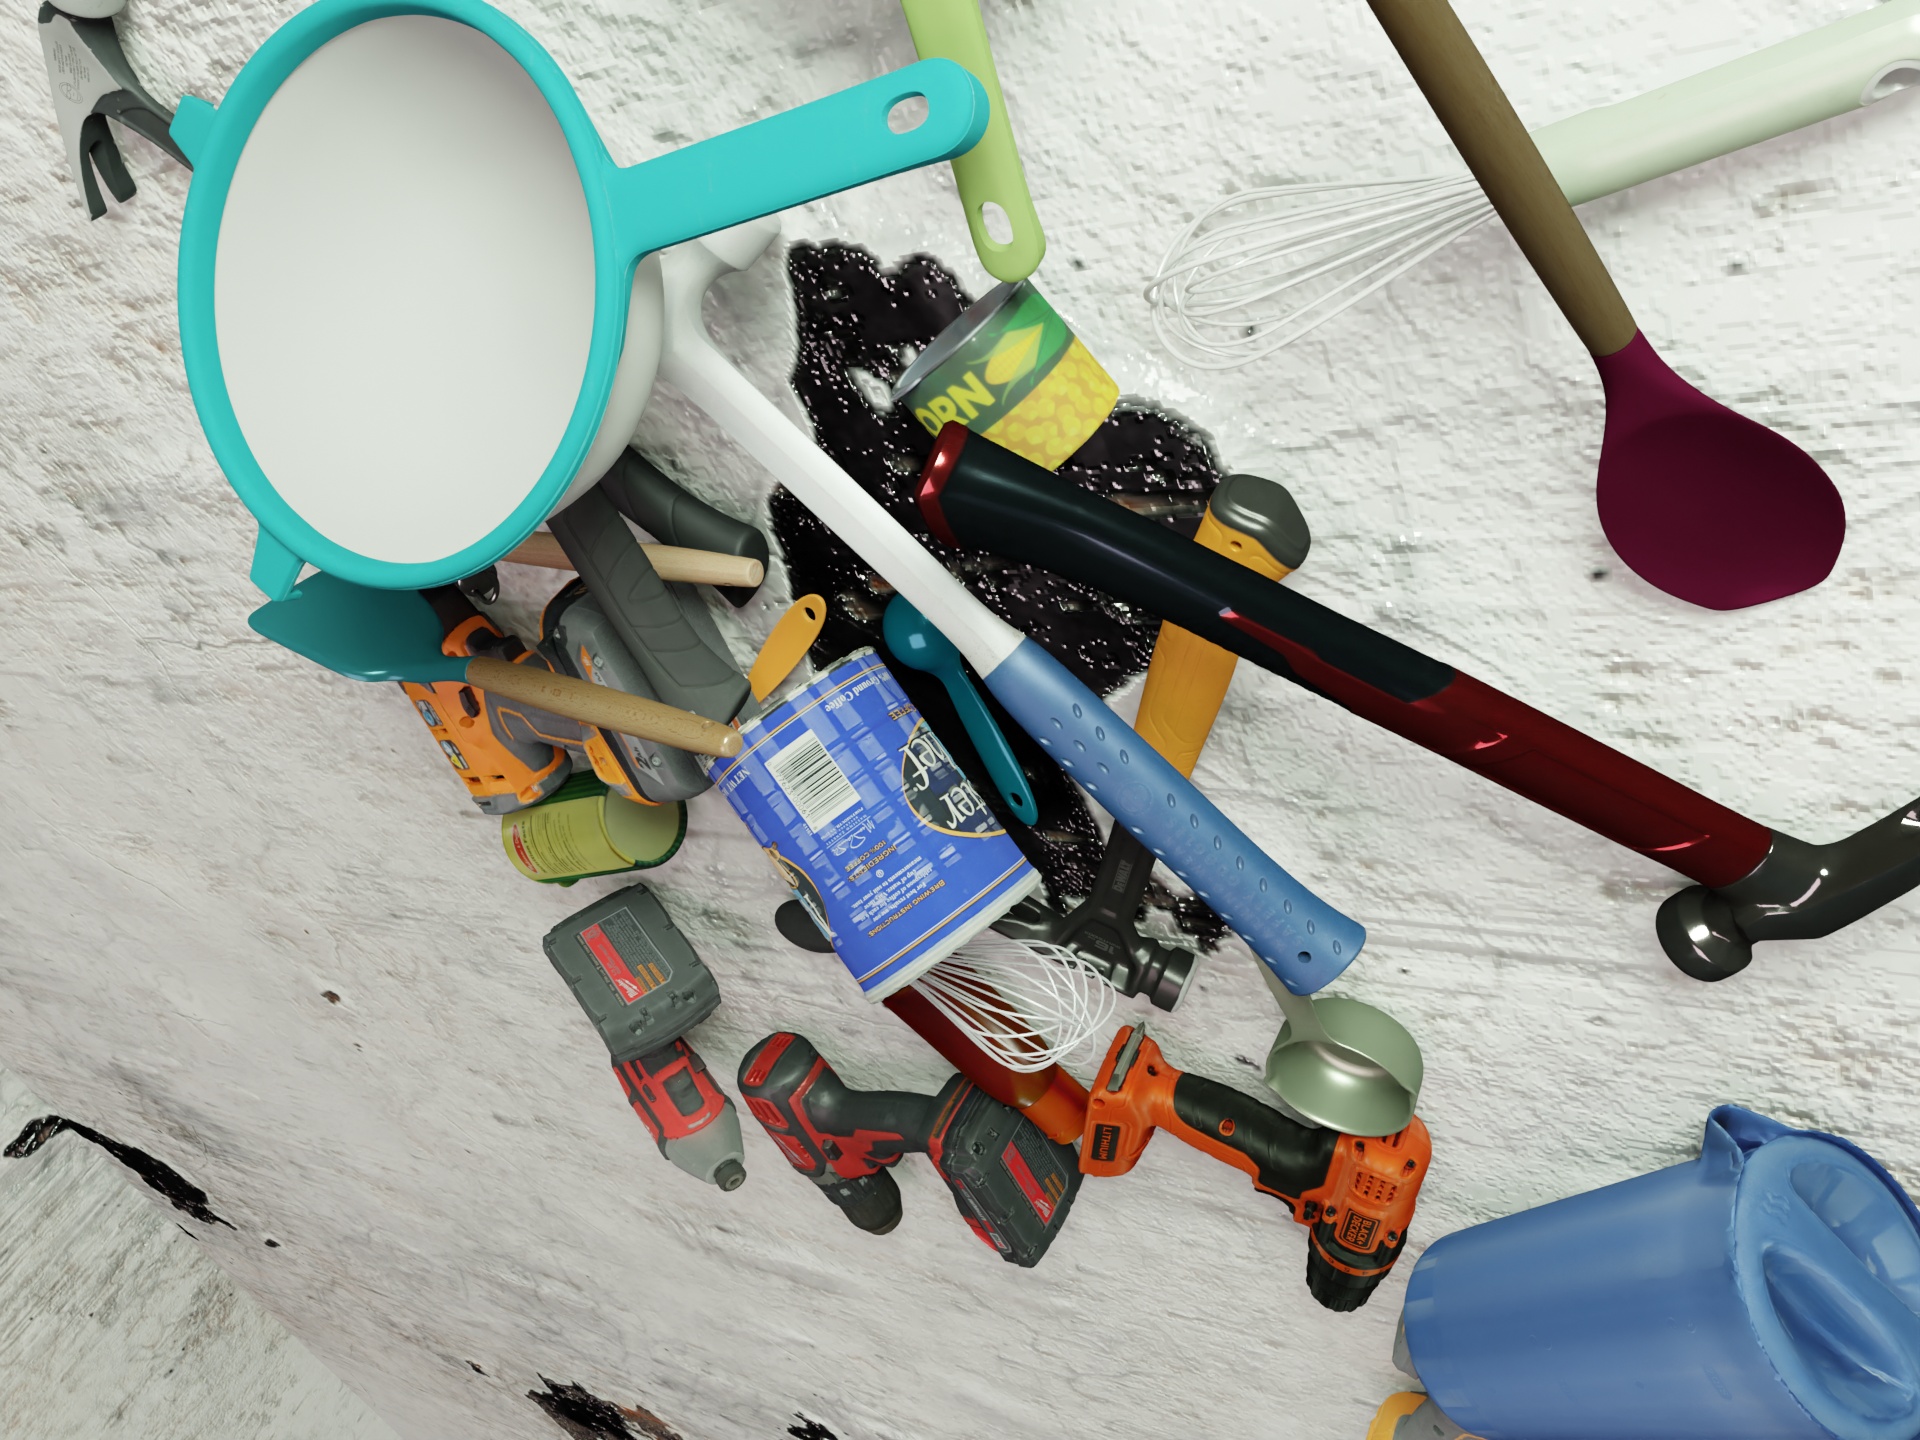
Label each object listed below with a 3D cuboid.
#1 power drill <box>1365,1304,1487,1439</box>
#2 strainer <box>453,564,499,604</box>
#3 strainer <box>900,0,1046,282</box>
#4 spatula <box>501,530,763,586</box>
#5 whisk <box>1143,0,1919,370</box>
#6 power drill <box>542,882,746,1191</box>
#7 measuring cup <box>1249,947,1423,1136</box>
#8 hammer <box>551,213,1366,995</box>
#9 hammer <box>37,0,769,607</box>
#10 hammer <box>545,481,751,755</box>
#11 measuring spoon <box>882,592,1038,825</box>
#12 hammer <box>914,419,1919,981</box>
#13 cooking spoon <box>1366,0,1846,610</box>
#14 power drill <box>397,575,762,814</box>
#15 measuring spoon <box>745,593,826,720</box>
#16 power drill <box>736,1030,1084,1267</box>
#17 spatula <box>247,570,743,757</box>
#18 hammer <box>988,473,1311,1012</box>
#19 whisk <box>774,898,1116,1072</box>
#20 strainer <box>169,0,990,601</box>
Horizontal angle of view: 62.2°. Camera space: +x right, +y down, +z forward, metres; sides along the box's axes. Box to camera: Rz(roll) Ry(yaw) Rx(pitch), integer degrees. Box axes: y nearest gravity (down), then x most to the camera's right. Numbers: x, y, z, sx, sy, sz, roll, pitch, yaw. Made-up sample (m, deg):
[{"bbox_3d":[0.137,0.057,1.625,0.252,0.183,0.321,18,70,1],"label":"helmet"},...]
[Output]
[{"bbox_3d":[0.341,0.433,0.956,0.185,0.084,0.226,17,134,18],"label":"power drill"},{"bbox_3d":[-0.279,-0.112,0.784,0.050,0.087,0.259,15,-163,-46],"label":"strainer"},{"bbox_3d":[-0.006,-0.260,0.474,0.151,0.069,0.256,6,136,29],"label":"strainer"},{"bbox_3d":[-0.228,-0.088,0.803,0.316,0.018,0.059,9,176,30],"label":"spatula"},{"bbox_3d":[0.162,-0.161,0.482,0.246,0.059,0.057,-11,168,37],"label":"whisk"},{"bbox_3d":[-0.203,0.227,1.089,0.143,0.078,0.219,45,154,36],"label":"power drill"},{"bbox_3d":[0.178,0.139,0.791,0.083,0.038,0.167,-6,125,39],"label":"measuring cup"},{"bbox_3d":[0.006,-0.030,0.660,0.405,0.035,0.144,43,109,-5],"label":"hammer"},{"bbox_3d":[-0.261,-0.188,0.758,0.409,0.036,0.149,38,143,-5],"label":"hammer"},{"bbox_3d":[-0.198,-0.127,0.706,0.146,0.035,0.334,-22,108,26],"label":"hammer"},{"bbox_3d":[-0.001,-0.002,0.751,0.042,0.021,0.128,-22,99,51],"label":"measuring spoon"},{"bbox_3d":[0.167,-0.019,0.573,0.386,0.038,0.143,25,141,-8],"label":"hammer"},{"bbox_3d":[0.180,-0.130,0.464,0.069,0.017,0.318,-19,134,38],"label":"cooking spoon"},{"bbox_3d":[-0.228,-0.028,0.864,0.226,0.084,0.164,-4,121,42],"label":"power drill"},{"bbox_3d":[-0.093,-0.033,0.824,0.021,0.011,0.117,47,138,4],"label":"measuring spoon"},{"bbox_3d":[-0.031,0.299,1.078,0.227,0.080,0.187,0,131,39],"label":"power drill"},{"bbox_3d":[-0.218,-0.027,0.752,0.318,0.082,0.044,14,131,38],"label":"spatula"},{"bbox_3d":[0.084,0.018,0.732,0.127,0.034,0.336,24,141,10],"label":"hammer"},{"bbox_3d":[-0.021,0.134,0.881,0.285,0.070,0.070,9,138,51],"label":"whisk"},{"bbox_3d":[-0.130,-0.165,0.573,0.340,0.095,0.211,-9,92,26],"label":"strainer"}]
